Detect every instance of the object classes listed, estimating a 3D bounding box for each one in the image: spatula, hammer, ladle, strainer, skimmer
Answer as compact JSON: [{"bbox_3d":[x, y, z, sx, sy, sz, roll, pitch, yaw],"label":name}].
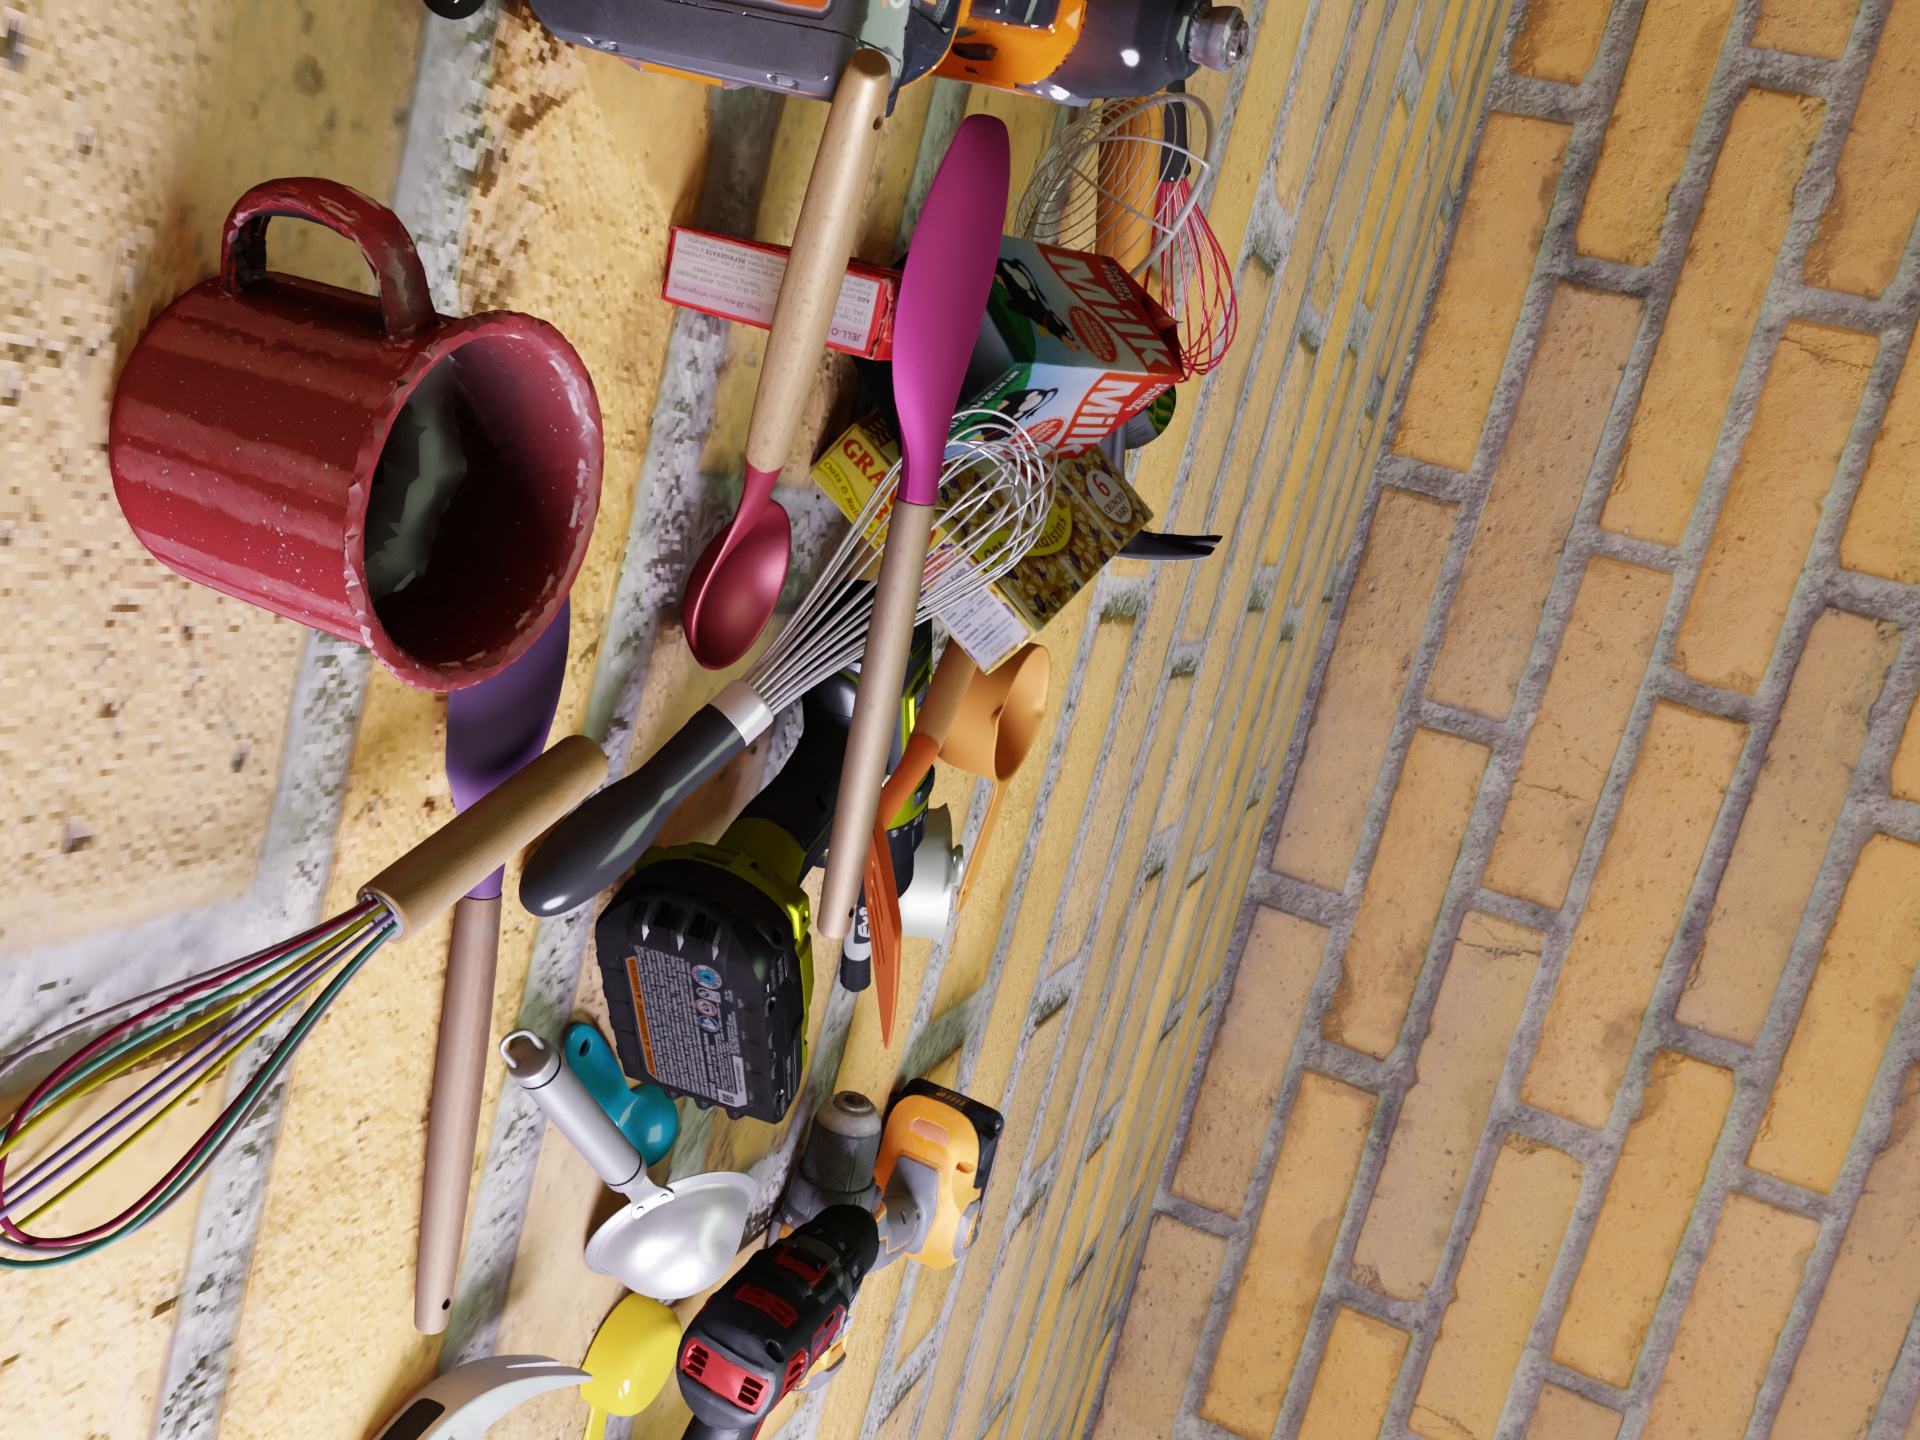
[{"bbox_3d":[-0.172,0.083,0.565,0.060,0.018,0.315,-23,128,-63],"label":"spatula"},{"bbox_3d":[-0.001,-0.002,0.732,0.081,0.041,0.323,97,11,-47],"label":"spatula"},{"bbox_3d":[0.098,-0.253,0.908,0.034,0.127,0.336,-48,145,-55],"label":"hammer"},{"bbox_3d":[-0.161,0.397,0.704,0.128,0.033,0.330,-56,137,-36],"label":"hammer"},{"bbox_3d":[-0.062,-0.102,0.536,0.069,0.031,0.315,-56,179,-28],"label":"ladle"},{"bbox_3d":[-0.146,0.203,0.699,0.087,0.050,0.258,-27,139,-8],"label":"strainer"},{"bbox_3d":[0.068,-0.172,0.908,0.127,0.090,0.363,-109,-163,-45],"label":"skimmer"}]

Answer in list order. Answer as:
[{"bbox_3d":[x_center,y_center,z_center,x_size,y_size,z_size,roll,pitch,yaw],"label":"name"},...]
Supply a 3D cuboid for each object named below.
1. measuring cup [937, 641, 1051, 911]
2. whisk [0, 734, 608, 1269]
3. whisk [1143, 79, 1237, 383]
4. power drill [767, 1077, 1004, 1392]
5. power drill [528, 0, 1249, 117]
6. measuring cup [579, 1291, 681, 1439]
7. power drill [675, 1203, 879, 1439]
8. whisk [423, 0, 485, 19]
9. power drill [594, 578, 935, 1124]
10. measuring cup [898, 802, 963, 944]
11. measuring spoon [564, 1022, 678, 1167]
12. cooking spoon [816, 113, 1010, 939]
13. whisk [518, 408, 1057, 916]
[{"bbox_3d":[0.004,0.029,0.976,0.095,0.052,0.173,-11,119,-70],"label":"measuring cup"},{"bbox_3d":[-0.182,0.067,0.461,0.245,0.051,0.047,-46,142,-49],"label":"whisk"},{"bbox_3d":[0.138,-0.335,1.021,0.073,0.073,0.295,-61,153,-30],"label":"whisk"},{"bbox_3d":[-0.051,0.305,1.040,0.226,0.084,0.185,-14,119,-64],"label":"power drill"},{"bbox_3d":[-0.009,-0.238,0.507,0.226,0.164,0.084,-34,139,-59],"label":"power drill"},{"bbox_3d":[-0.174,0.366,0.804,0.062,0.029,0.156,-10,115,-70],"label":"measuring cup"},{"bbox_3d":[-0.117,0.376,0.855,0.226,0.080,0.188,-68,167,10],"label":"power drill"},{"bbox_3d":[-0.109,-0.286,0.360,0.055,0.055,0.238,-42,149,-57],"label":"whisk"},{"bbox_3d":[-0.073,0.069,0.742,0.229,0.080,0.190,-60,158,-46],"label":"power drill"},{"bbox_3d":[-0.023,0.082,0.881,0.167,0.038,0.083,126,-33,-80],"label":"measuring cup"},{"bbox_3d":[-0.148,0.167,0.706,0.128,0.021,0.042,81,32,-55],"label":"measuring spoon"},{"bbox_3d":[-0.021,-0.058,0.590,0.069,0.017,0.318,-32,138,-60],"label":"cooking spoon"},{"bbox_3d":[-0.065,-0.025,0.633,0.284,0.070,0.070,-44,153,-18],"label":"whisk"}]
